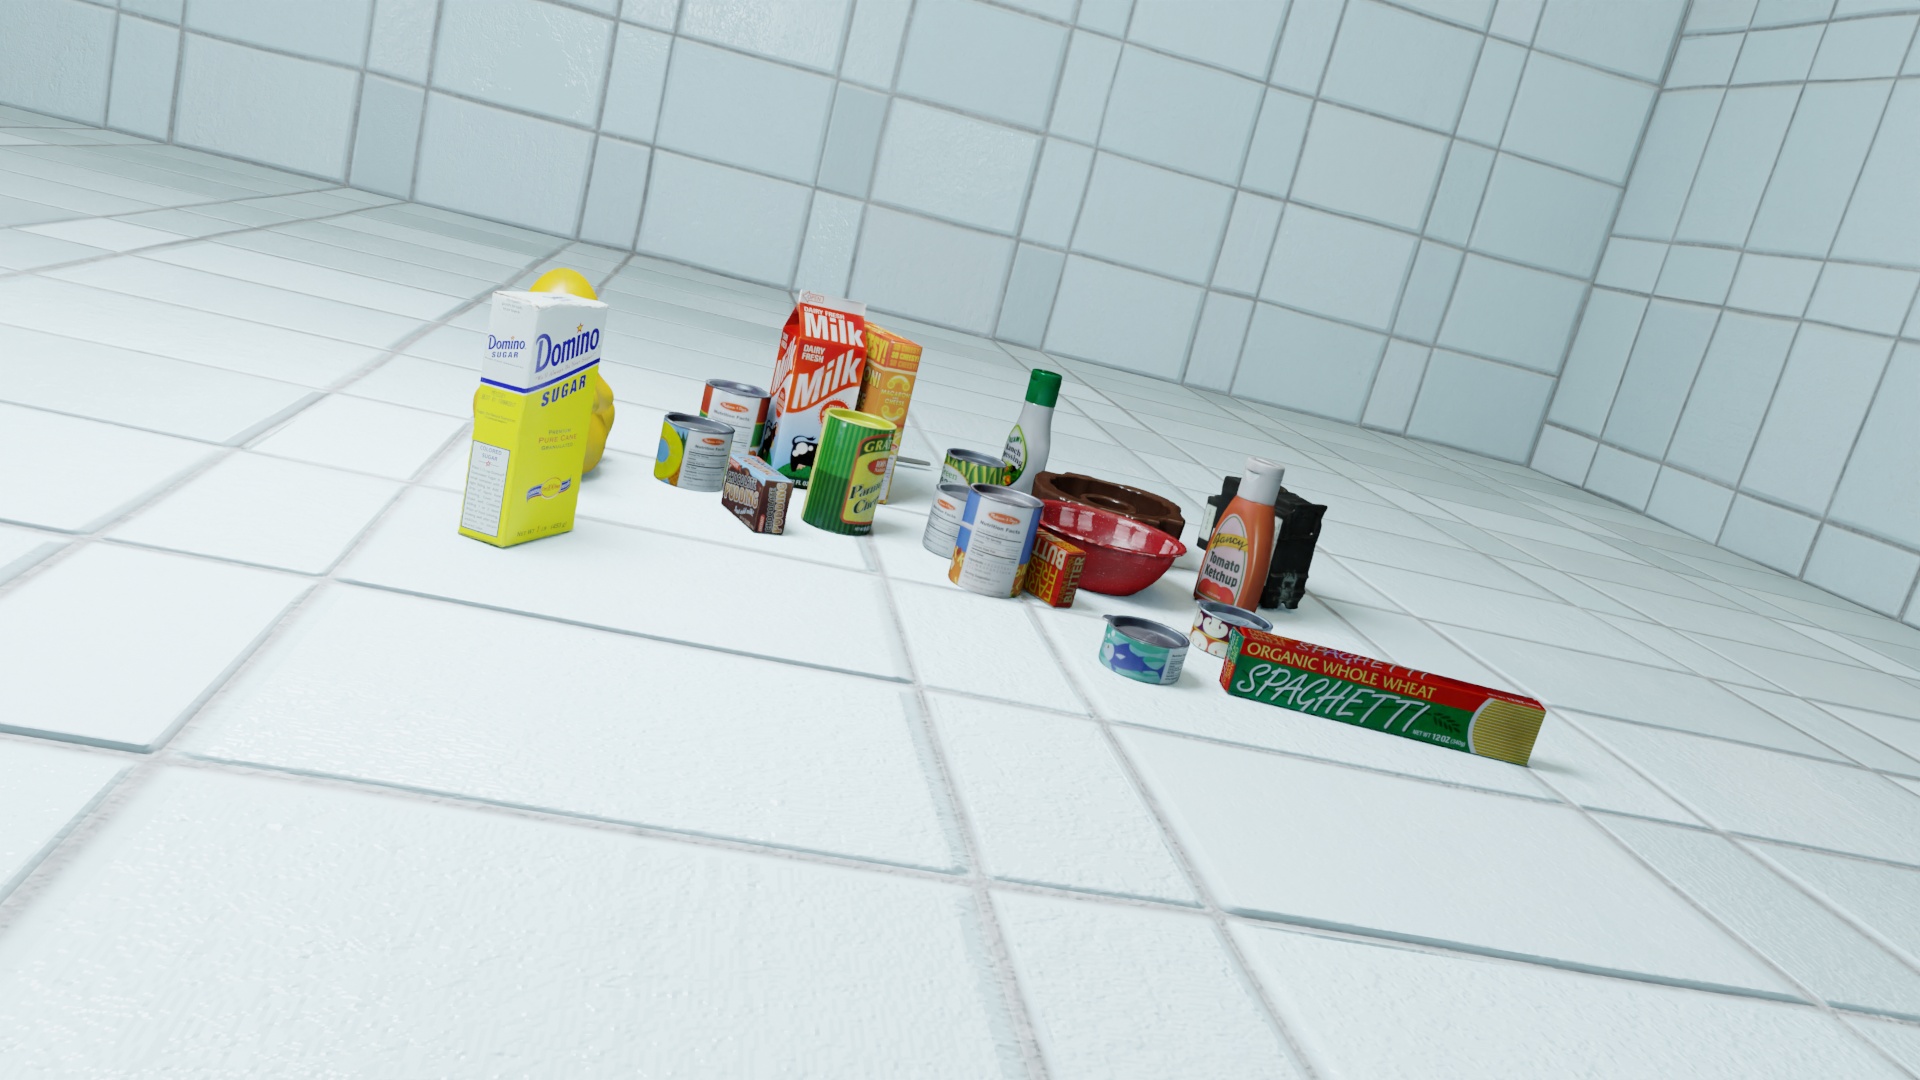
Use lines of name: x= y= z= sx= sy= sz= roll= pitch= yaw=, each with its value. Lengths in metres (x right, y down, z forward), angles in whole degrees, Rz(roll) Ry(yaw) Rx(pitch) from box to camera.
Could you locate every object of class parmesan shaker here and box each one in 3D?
parmesan shaker: x=-0.101 y=-0.063 z=1.268 sx=0.071 sy=0.102 sz=0.071 roll=14 pitch=13 yaw=-3

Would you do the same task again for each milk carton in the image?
milk carton: x=-0.147 y=-0.151 z=1.390 sx=0.072 sy=0.190 sz=0.073 roll=9 pitch=14 yaw=-24

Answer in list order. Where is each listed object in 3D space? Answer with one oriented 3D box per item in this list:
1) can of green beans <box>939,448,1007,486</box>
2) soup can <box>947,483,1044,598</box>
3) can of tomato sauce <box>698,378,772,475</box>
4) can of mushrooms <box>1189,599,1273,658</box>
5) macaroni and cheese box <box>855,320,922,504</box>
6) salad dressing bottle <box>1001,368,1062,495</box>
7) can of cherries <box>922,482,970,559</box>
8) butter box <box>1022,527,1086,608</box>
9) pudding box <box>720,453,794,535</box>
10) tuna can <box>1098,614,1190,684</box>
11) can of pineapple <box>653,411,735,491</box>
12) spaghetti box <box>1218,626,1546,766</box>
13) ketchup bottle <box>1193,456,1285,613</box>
can of green beans: x=0.011 y=-0.061 z=1.476 sx=0.071 sy=0.057 sz=0.071 roll=14 pitch=13 yaw=-3
soup can: x=0.030 y=-0.001 z=1.197 sx=0.071 sy=0.083 sz=0.071 roll=14 pitch=13 yaw=-3
can of tomato sauce: x=-0.228 y=-0.112 z=1.378 sx=0.071 sy=0.083 sz=0.071 roll=14 pitch=13 yaw=-3
can of mushrooms: x=0.230 y=0.078 z=1.196 sx=0.071 sy=0.033 sz=0.071 roll=14 pitch=13 yaw=-3
macaroni and cheese box: x=-0.099 y=-0.135 z=1.428 sx=0.040 sy=0.166 sz=0.124 roll=6 pitch=15 yaw=-32
salad dressing bottle: x=0.083 y=-0.125 z=1.616 sx=0.044 sy=0.147 sz=0.064 roll=7 pitch=15 yaw=-30
can of cherries: x=0.005 y=-0.016 z=1.286 sx=0.071 sy=0.058 sz=0.071 roll=14 pitch=13 yaw=-3
butter box: x=0.065 y=0.017 z=1.226 sx=0.024 sy=0.053 sz=0.103 roll=4 pitch=17 yaw=-39
pudding box: x=-0.178 y=-0.041 z=1.216 sx=0.030 sy=0.049 sz=0.084 roll=6 pitch=16 yaw=-33
tuna can: x=0.140 y=0.084 z=1.078 sx=0.071 sy=0.032 sz=0.071 roll=14 pitch=13 yaw=-3
can of pineapple: x=-0.248 y=-0.083 z=1.291 sx=0.071 sy=0.057 sz=0.071 roll=14 pitch=13 yaw=-3
spaghetti box: x=0.329 y=0.122 z=1.087 sx=0.250 sy=0.050 sz=0.029 roll=14 pitch=13 yaw=-3
ketchup bottle: x=0.270 y=-0.004 z=1.321 sx=0.043 sy=0.148 sz=0.065 roll=3 pitch=17 yaw=-42
